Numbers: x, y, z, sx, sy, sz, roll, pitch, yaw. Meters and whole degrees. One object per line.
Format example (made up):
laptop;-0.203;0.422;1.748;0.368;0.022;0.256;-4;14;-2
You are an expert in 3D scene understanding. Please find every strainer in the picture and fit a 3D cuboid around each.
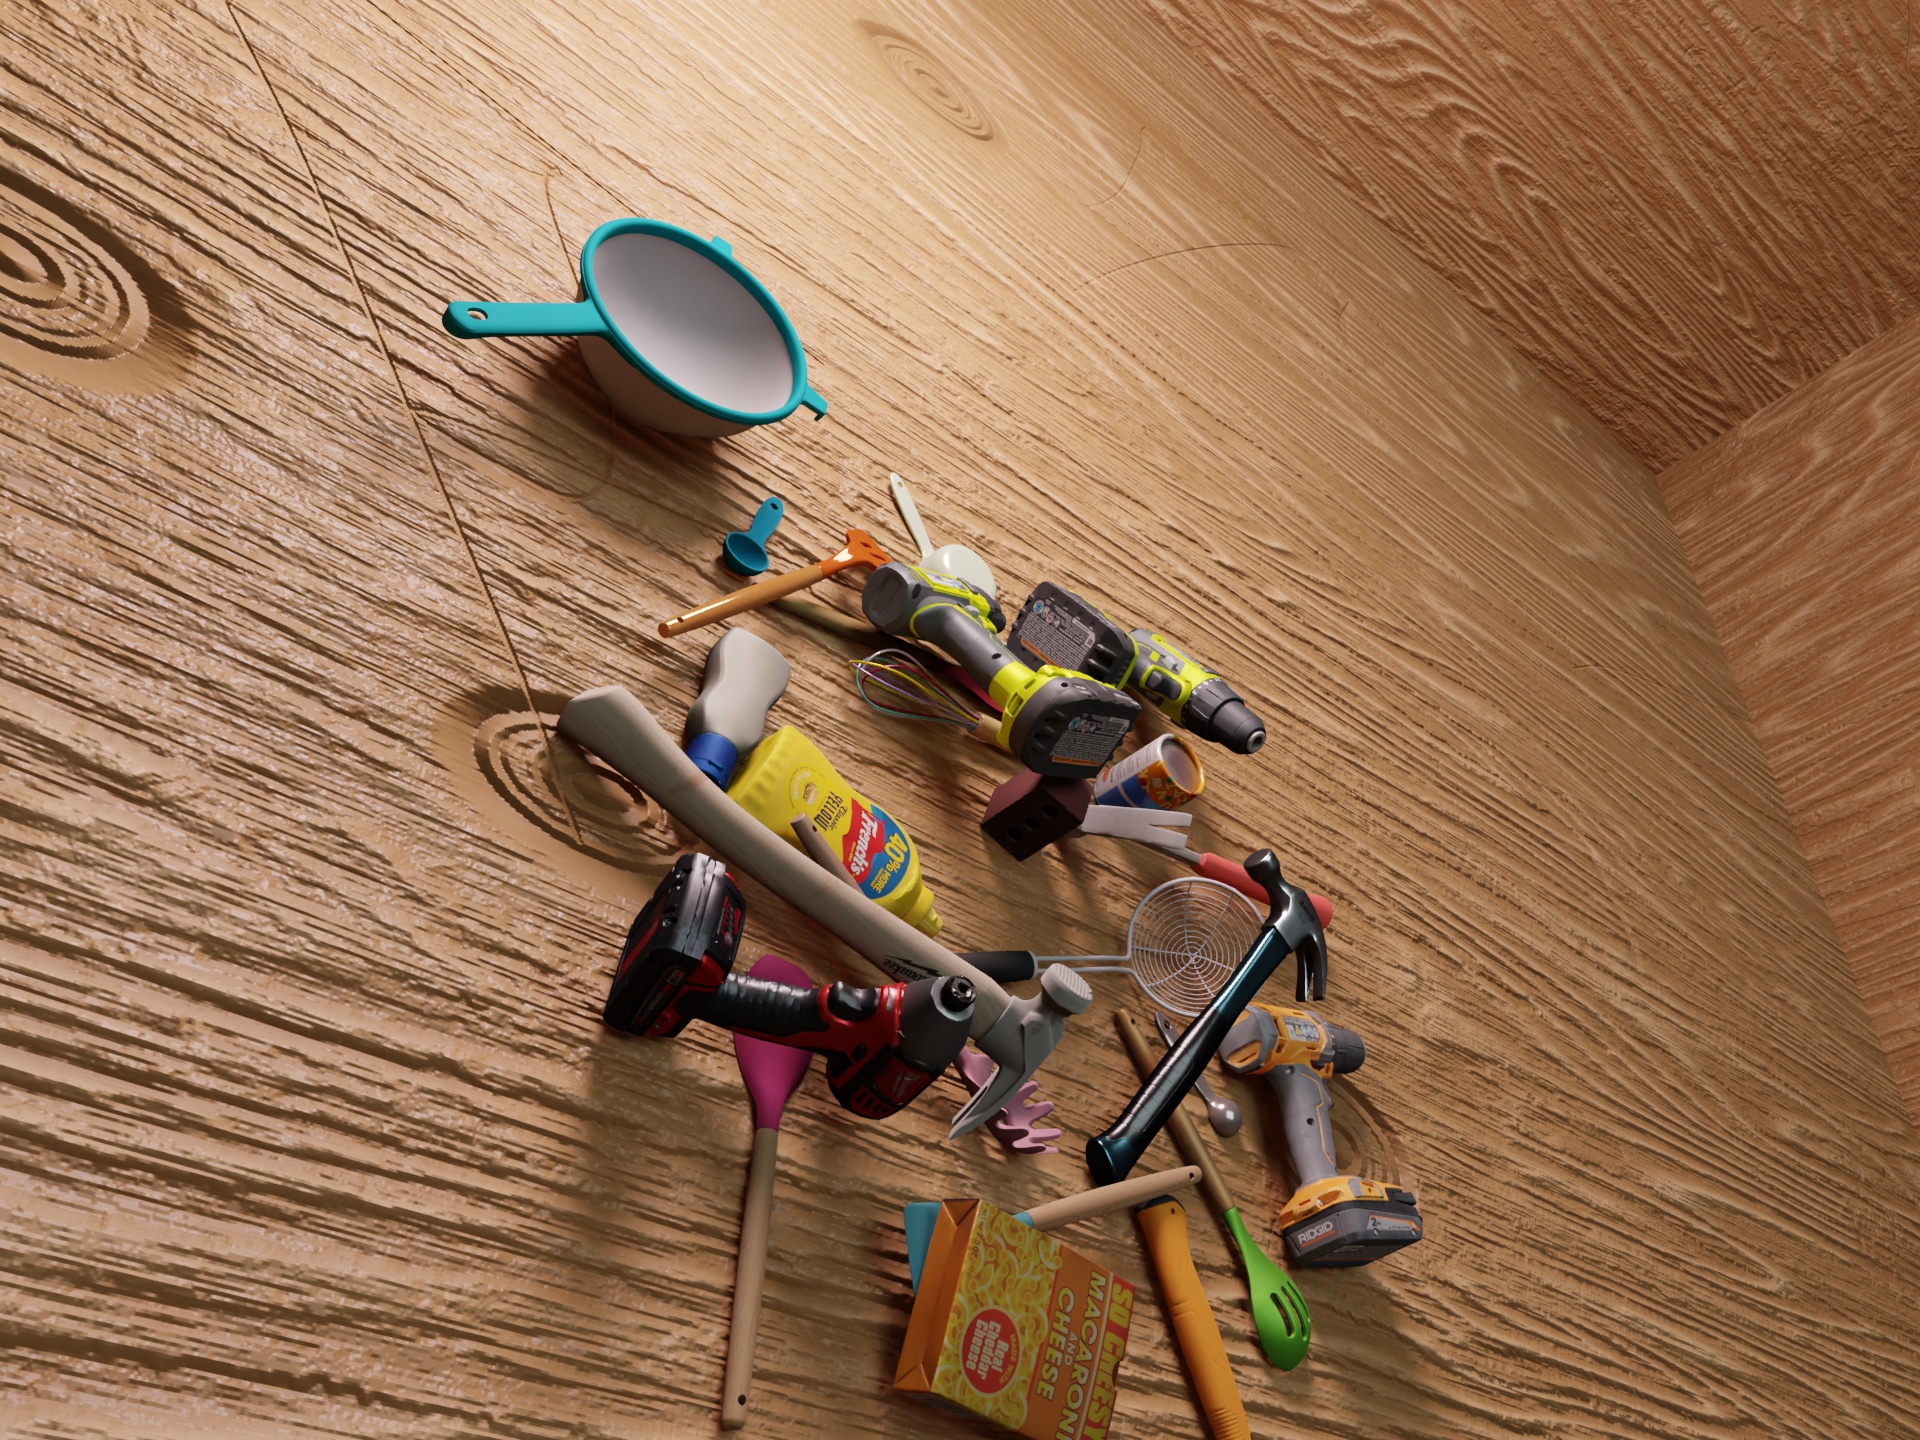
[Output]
strainer;-0.277;-0.293;1.268;0.340;0.095;0.211;-17;71;-50

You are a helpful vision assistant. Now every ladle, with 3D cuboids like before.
ladle;-0.048;-0.060;1.386;0.315;0.031;0.069;21;36;-34

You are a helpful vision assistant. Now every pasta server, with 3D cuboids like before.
pasta server;-0.025;0.194;1.156;0.316;0.040;0.060;57;20;-13

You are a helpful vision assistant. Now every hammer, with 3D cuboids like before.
hammer;0.250;0.141;1.481;0.358;0.149;0.037;25;75;-42
hammer;0.193;0.521;1.174;0.127;0.034;0.337;8;55;-46
hammer;-0.112;0.123;1.108;0.410;0.146;0.038;37;13;-3
hammer;0.204;0.255;1.315;0.331;0.033;0.128;-44;103;-34

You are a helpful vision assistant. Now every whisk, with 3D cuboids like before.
whisk;-0.001;-0.004;1.379;0.244;0.047;0.051;26;43;-37

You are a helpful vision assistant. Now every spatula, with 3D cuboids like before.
spatula;-0.137;-0.108;1.302;0.081;0.041;0.322;48;36;10
spatula;0.074;0.359;1.147;0.317;0.044;0.082;-1;77;-41

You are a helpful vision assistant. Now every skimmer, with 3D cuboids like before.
skimmer;0.117;0.190;1.309;0.363;0.090;0.127;7;60;-45

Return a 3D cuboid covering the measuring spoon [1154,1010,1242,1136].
measuring spoon;0.208;0.303;1.379;0.034;0.018;0.124;-25;80;-53

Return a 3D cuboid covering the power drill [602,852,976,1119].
power drill;-0.101;0.176;1.017;0.219;0.143;0.079;26;43;-17

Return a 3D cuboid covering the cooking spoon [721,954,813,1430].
cooking spoon;-0.127;0.289;1.022;0.068;0.017;0.319;31;41;-28

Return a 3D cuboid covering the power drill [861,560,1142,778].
power drill;0.039;-0.048;1.345;0.223;0.080;0.171;43;19;30

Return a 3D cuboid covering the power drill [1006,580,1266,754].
power drill;0.172;-0.043;1.502;0.228;0.080;0.191;18;16;-44

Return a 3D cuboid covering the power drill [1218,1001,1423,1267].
power drill;0.329;0.363;1.418;0.185;0.084;0.226;17;45;-41

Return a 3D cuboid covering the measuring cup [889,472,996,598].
measuring cup;-0.020;-0.168;1.492;0.083;0.038;0.168;-12;72;-51

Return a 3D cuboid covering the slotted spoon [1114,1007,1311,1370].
slotted spoon;0.206;0.380;1.310;0.070;0.031;0.314;-11;68;-51

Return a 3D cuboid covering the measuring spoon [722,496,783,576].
measuring spoon;-0.173;-0.155;1.338;0.042;0.021;0.129;38;30;-13
